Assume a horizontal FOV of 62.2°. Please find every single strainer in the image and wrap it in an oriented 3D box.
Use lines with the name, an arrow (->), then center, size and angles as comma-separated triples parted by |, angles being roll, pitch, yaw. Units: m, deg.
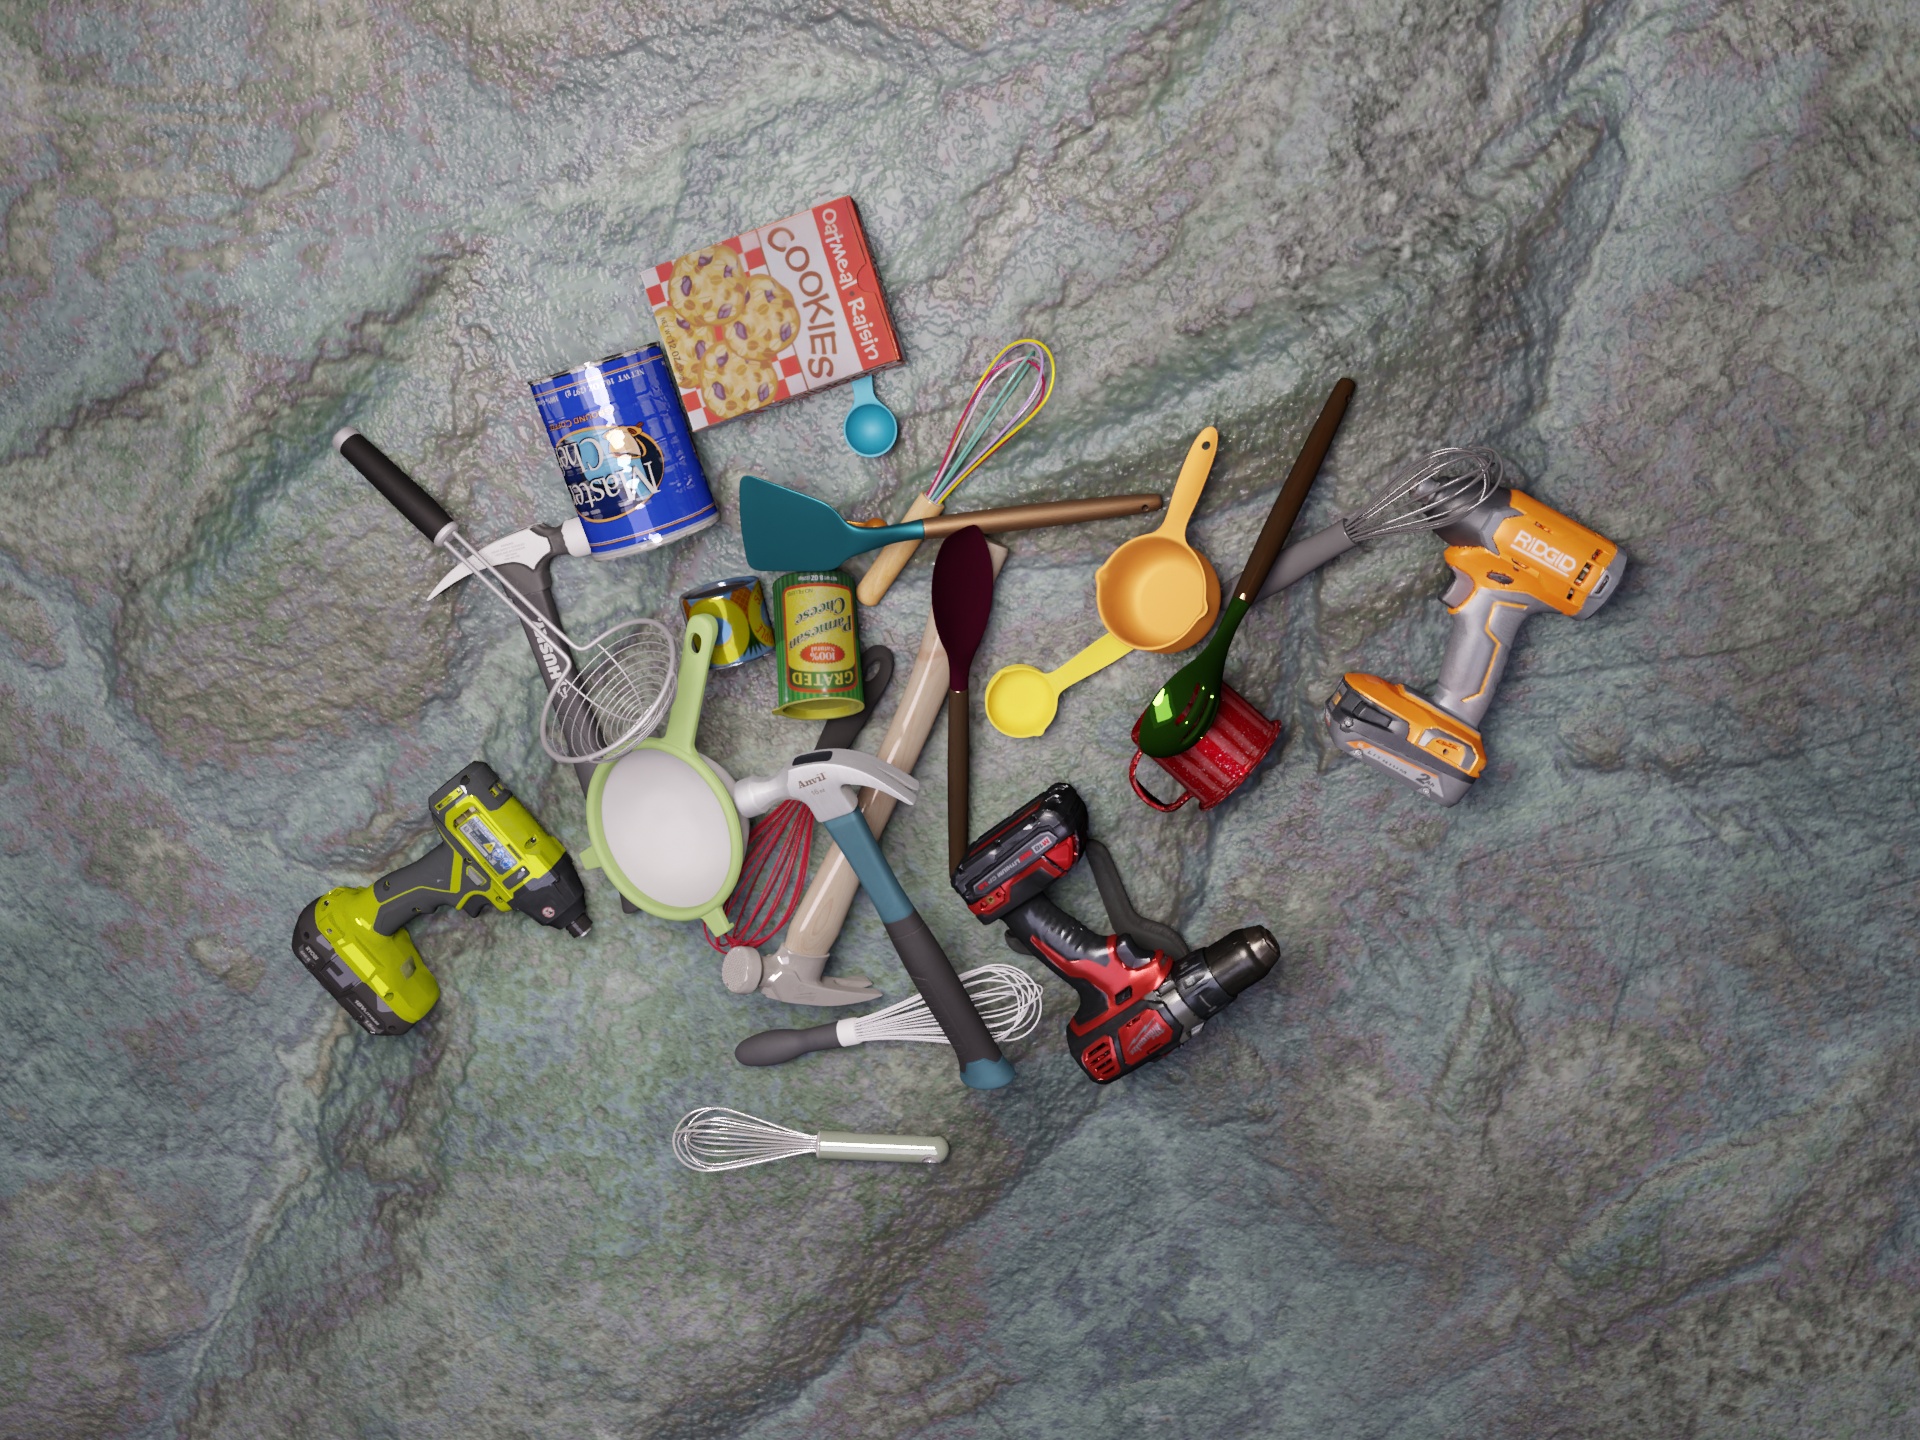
strainer -> -0.210, 0.032, 1.257 | 0.151, 0.069, 0.256 | 23, 112, 21

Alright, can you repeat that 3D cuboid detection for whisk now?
whisk -> -0.065, 0.260, 1.355 | 0.284, 0.070, 0.070 | -14, 106, 16
whisk -> 0.285, -0.134, 1.162 | 0.239, 0.055, 0.055 | -28, 104, 36
whisk -> -0.129, 0.068, 1.299 | 0.073, 0.073, 0.296 | 28, 103, -4
whisk -> -0.007, -0.183, 1.210 | 0.047, 0.051, 0.245 | 32, 112, -11
whisk -> -0.133, 0.374, 1.408 | 0.246, 0.059, 0.057 | 2, 145, 1

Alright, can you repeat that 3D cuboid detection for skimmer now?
skimmer -> -0.357, -0.109, 1.201 | 0.363, 0.090, 0.127 | 42, 86, 8

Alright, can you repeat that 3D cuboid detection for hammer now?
hammer -> -0.319, 0.006, 1.309 | 0.146, 0.035, 0.334 | -13, 107, 9
hammer -> -0.044, 0.162, 1.241 | 0.128, 0.033, 0.330 | -20, 114, 17
hammer -> -0.052, 0.046, 1.275 | 0.146, 0.038, 0.410 | 14, 106, -40

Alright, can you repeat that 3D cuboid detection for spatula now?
spatula -> -0.005, -0.154, 1.197 | 0.317, 0.044, 0.082 | -7, 128, -9

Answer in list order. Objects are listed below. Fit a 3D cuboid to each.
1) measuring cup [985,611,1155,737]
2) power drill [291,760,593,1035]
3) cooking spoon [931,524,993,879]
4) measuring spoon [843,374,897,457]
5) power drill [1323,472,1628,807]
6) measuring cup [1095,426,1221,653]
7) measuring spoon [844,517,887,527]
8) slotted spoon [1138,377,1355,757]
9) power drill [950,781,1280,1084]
measuring cup -> 0.089, -0.043, 1.260 | 0.156, 0.029, 0.062 | -32, 104, 3
power drill -> -0.436, 0.162, 1.352 | 0.223, 0.080, 0.171 | -36, 101, 13
cooking spoon -> -0.002, -0.004, 1.246 | 0.017, 0.069, 0.318 | 24, 128, 35
measuring spoon -> -0.074, -0.264, 1.206 | 0.042, 0.021, 0.128 | -8, 98, 11
power drill -> 0.365, -0.068, 1.190 | 0.164, 0.084, 0.226 | 29, 105, -1
measuring cup -> 0.167, -0.133, 1.200 | 0.095, 0.052, 0.173 | 22, 94, 29
measuring spoon -> -0.115, -0.149, 1.247 | 0.117, 0.011, 0.021 | 1, 108, 6
slotted spoon -> 0.216, -0.111, 1.162 | 0.070, 0.031, 0.314 | 30, 85, -47
power drill -> 0.122, 0.160, 1.257 | 0.188, 0.080, 0.226 | -36, 95, 18
